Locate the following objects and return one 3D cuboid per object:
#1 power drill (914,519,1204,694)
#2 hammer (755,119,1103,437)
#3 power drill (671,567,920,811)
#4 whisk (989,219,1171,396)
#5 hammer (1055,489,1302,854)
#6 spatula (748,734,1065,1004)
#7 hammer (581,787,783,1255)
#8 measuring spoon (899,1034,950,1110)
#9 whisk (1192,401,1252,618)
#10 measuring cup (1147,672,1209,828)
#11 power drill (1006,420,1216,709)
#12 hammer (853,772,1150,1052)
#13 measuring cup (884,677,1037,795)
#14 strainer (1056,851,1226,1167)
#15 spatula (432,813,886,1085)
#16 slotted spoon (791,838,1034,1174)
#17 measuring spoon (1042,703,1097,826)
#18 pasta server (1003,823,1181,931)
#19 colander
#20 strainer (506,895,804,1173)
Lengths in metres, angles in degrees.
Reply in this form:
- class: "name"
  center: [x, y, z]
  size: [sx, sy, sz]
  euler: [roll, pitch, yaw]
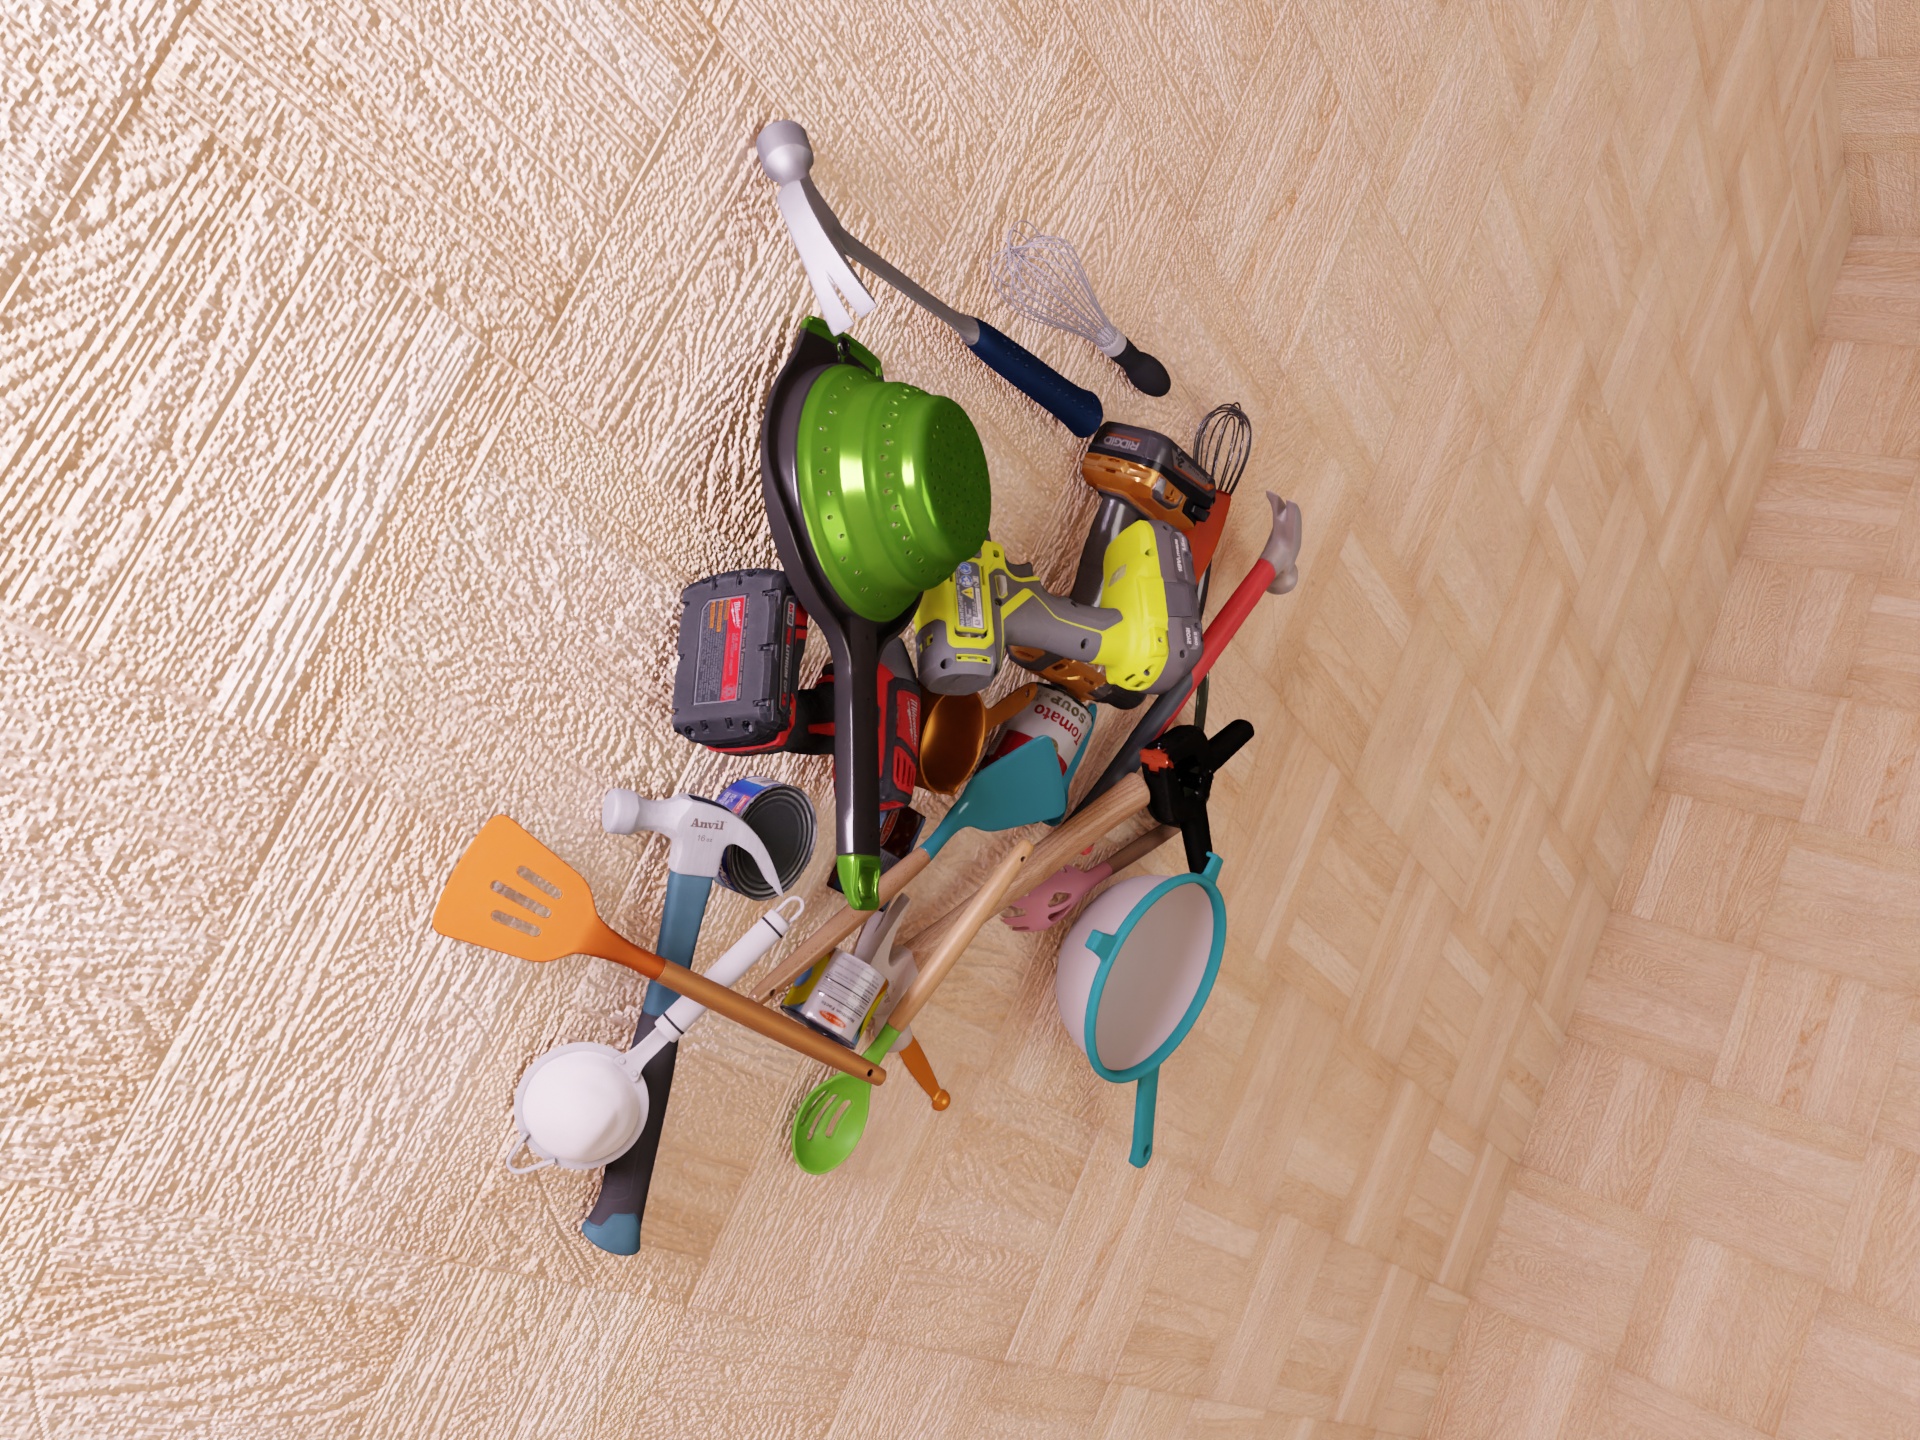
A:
- class: "power drill"
  center: [0.068, -0.102, 1.224]
  size: [0.223, 0.080, 0.171]
  euler: [4, 70, -25]
- class: "hammer"
  center: [0.002, -0.281, 1.149]
  size: [0.405, 0.035, 0.144]
  euler: [17, 49, -57]
- class: "power drill"
  center: [-0.100, -0.025, 1.109]
  size: [0.219, 0.078, 0.143]
  euler: [26, 63, -57]
- class: "whisk"
  center: [0.108, -0.321, 1.295]
  size: [0.284, 0.070, 0.070]
  euler: [22, 85, -57]
- class: "hammer"
  center: [0.207, -0.040, 1.486]
  size: [0.386, 0.038, 0.143]
  euler: [-53, 156, -17]
- class: "spatula"
  center: [-0.038, 0.120, 1.220]
  size: [0.317, 0.044, 0.082]
  euler: [-39, 131, -32]
- class: "hammer"
  center: [-0.207, 0.210, 1.082]
  size: [0.128, 0.033, 0.331]
  euler: [8, 101, -28]
- class: "measuring spoon"
  center: [-0.031, 0.303, 1.373]
  size: [0.021, 0.011, 0.116]
  euler: [-51, 137, -28]
- class: "whisk"
  center: [0.232, -0.182, 1.504]
  size: [0.055, 0.055, 0.239]
  euler: [-10, 115, -50]
- class: "measuring cup"
  center: [0.218, 0.023, 1.570]
  size: [0.083, 0.038, 0.167]
  euler: [13, 84, -53]
- class: "power drill"
  center: [0.141, -0.122, 1.386]
  size: [0.185, 0.084, 0.226]
  euler: [27, 86, -52]
- class: "hammer"
  center: [0.041, 0.138, 1.351]
  size: [0.331, 0.031, 0.130]
  euler: [-34, 127, -29]
- class: "measuring cup"
  center: [-0.002, -0.004, 1.272]
  size: [0.173, 0.052, 0.095]
  euler: [-30, 127, -51]
- class: "strainer"
  center: [0.156, 0.285, 1.540]
  size: [0.211, 0.095, 0.340]
  euler: [-27, 129, -40]
- class: "spatula"
  center: [-0.176, 0.167, 1.021]
  size: [0.322, 0.041, 0.081]
  euler: [33, 78, -29]
- class: "slotted spoon"
  center: [-0.037, 0.225, 1.271]
  size: [0.070, 0.031, 0.314]
  euler: [38, 87, -37]
- class: "measuring spoon"
  center: [0.093, 0.037, 1.436]
  size: [0.042, 0.021, 0.129]
  euler: [54, 52, -45]
- class: "pasta server"
  center: [0.147, 0.132, 1.526]
  size: [0.316, 0.040, 0.060]
  euler: [-24, 120, -50]
- class: "colander"
  center: [-0.039, -0.075, 1.053]
  size: [0.204, 0.094, 0.397]
  euler: [15, 71, -63]
- class: "strainer"
  center: [-0.198, 0.207, 1.046]
  size: [0.258, 0.050, 0.086]
  euler: [-44, 104, -11]
